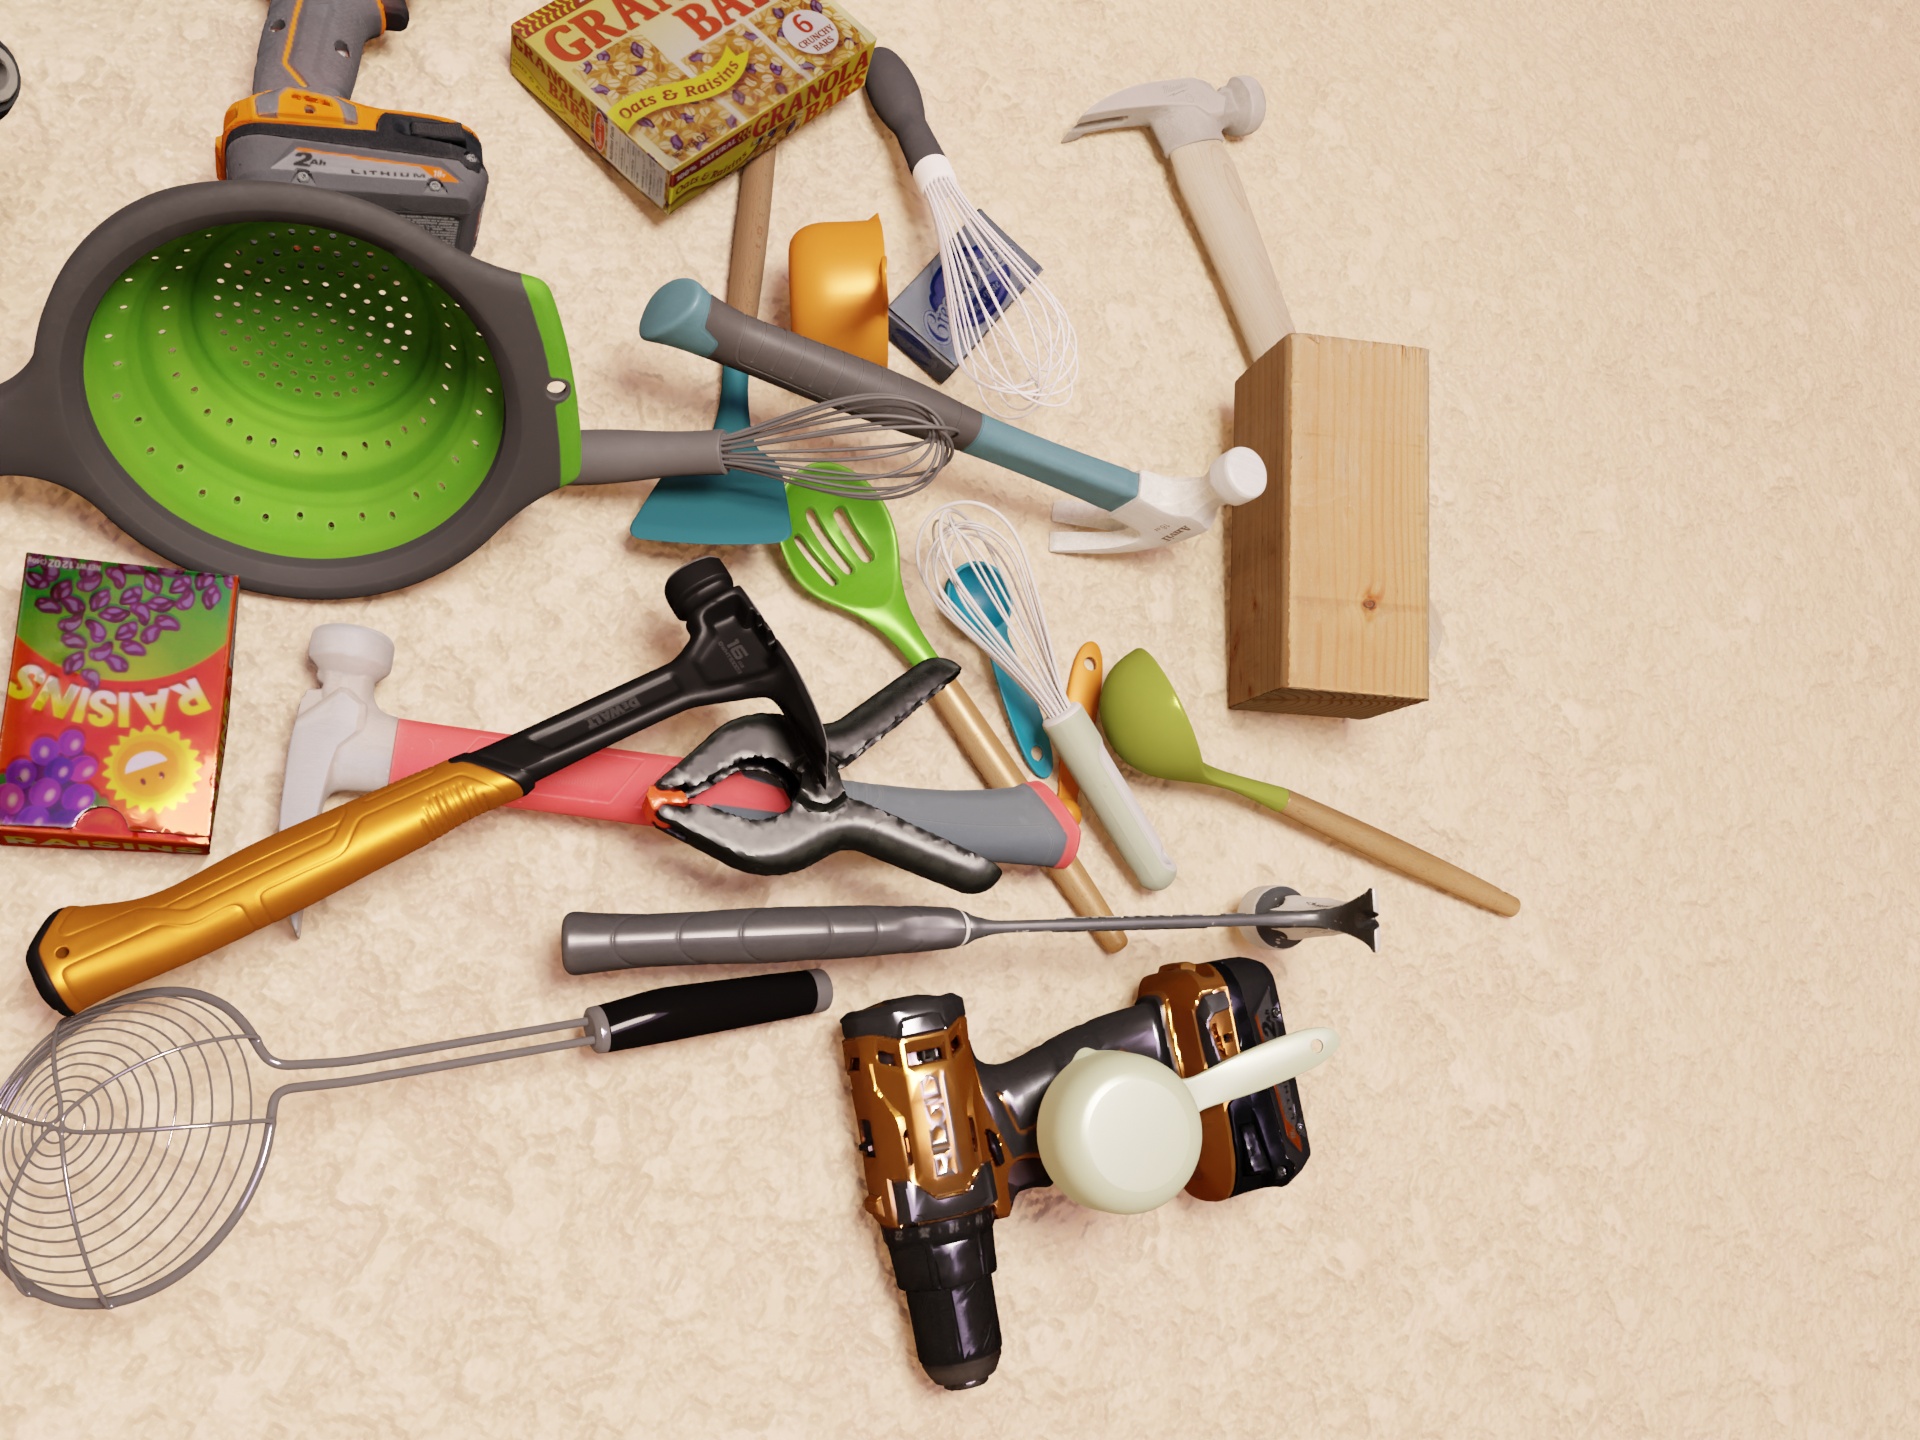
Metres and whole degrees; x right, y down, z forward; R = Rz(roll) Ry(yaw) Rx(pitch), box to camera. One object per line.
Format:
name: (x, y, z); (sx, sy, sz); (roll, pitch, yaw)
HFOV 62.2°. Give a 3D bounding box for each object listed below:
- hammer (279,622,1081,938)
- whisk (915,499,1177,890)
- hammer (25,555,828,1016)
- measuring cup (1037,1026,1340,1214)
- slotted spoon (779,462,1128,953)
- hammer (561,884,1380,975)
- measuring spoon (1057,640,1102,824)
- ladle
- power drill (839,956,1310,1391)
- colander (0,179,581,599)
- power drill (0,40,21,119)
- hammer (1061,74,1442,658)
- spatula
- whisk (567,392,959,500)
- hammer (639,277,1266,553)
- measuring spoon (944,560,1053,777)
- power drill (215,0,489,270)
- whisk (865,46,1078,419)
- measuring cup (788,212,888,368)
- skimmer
hammer: (-0.124, 0.052, 0.779); (0.386, 0.038, 0.143); (9, 73, -18)
whisk: (0.052, -0.010, 0.866); (0.246, 0.059, 0.058); (58, 19, -11)
hammer: (-0.223, 0.041, 0.691); (0.337, 0.034, 0.127); (-27, 65, -20)
measuring cup: (0.119, 0.182, 0.766); (0.167, 0.038, 0.083); (-18, 85, -16)
slotted spoon: (-0.001, -0.003, 0.869); (0.070, 0.031, 0.314); (-36, 93, -27)
hammer: (0.014, 0.103, 0.780); (0.408, 0.149, 0.036); (0, 83, -17)
measuring spoon: (0.068, 0.007, 0.904); (0.021, 0.011, 0.117); (18, 68, -19)
ladle: (0.216, 0.046, 0.936); (0.320, 0.078, 0.062); (24, 102, -21)
power drill: (0.060, 0.219, 0.803); (0.226, 0.084, 0.185); (-7, 80, -22)
colander: (-0.375, -0.151, 0.706); (0.397, 0.204, 0.095); (-8, 43, -10)
power drill: (-0.443, -0.336, 0.696); (0.190, 0.080, 0.229); (8, 61, 22)
hammer: (0.200, -0.221, 1.018); (0.146, 0.038, 0.411); (-18, 83, -26)
spatula: (-0.120, -0.231, 0.873); (0.082, 0.044, 0.318); (2, 70, 2)
whisk: (-0.119, -0.135, 0.795); (0.239, 0.055, 0.055); (-1, 73, 7)
hammer: (-0.006, -0.158, 0.840); (0.330, 0.128, 0.033); (17, 68, -26)
measuring spoon: (0.022, -0.027, 0.895); (0.042, 0.021, 0.128); (-23, 94, -30)
power drill: (-0.299, -0.343, 0.807); (0.164, 0.084, 0.227); (-5, 73, -25)
whisk: (-0.004, -0.288, 0.909); (0.070, 0.070, 0.285); (-9, 62, -26)
measuring cup: (-0.064, -0.222, 0.828); (0.052, 0.174, 0.095); (-3, 99, -4)
skimmer: (-0.229, 0.161, 0.713); (0.363, 0.090, 0.127); (-4, 55, -36)
